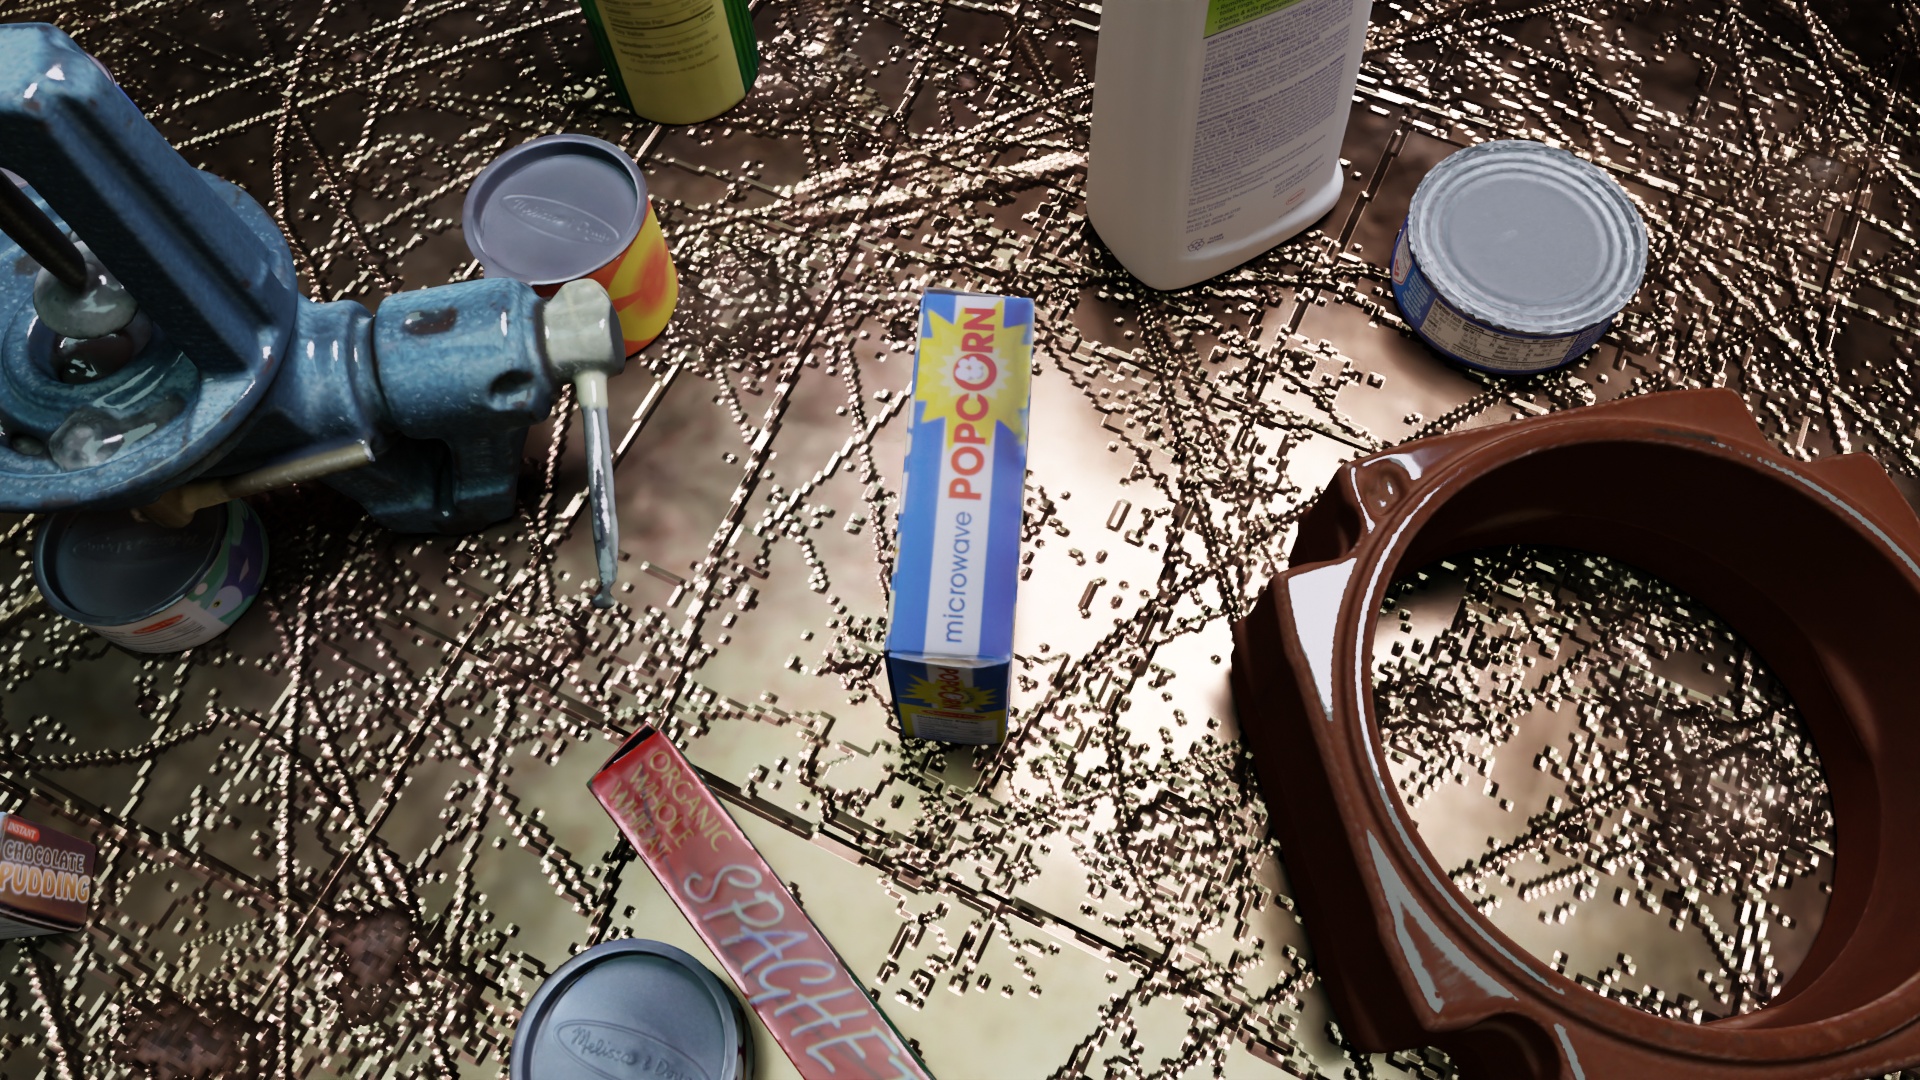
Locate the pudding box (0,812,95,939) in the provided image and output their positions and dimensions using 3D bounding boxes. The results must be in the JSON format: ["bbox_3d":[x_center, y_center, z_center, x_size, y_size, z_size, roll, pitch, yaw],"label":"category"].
[{"bbox_3d":[-0.326,0.108,0.432,0.084,0.049,0.030,-6,66,-1],"label":"pudding box"}]

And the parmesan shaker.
[{"bbox_3d":[-0.123,-0.223,0.547,0.071,0.102,0.071,-1,66,2],"label":"parmesan shaker"}]

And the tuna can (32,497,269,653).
[{"bbox_3d":[-0.282,0.002,0.488,0.071,0.032,0.071,-1,66,2],"label":"tuna can"}]

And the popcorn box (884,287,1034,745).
[{"bbox_3d":[0.002,-0.006,0.454,0.038,0.085,0.127,3,66,4],"label":"popcorn box"}]

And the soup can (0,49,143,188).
[{"bbox_3d":[-0.327,-0.129,0.522,0.071,0.083,0.071,-1,66,2],"label":"soup can"}]

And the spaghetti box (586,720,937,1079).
[{"bbox_3d":[-0.024,0.157,0.400,0.029,0.050,0.250,-38,70,-14],"label":"spaghetti box"}]

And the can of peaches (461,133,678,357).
[{"bbox_3d":[-0.145,-0.105,0.519,0.071,0.058,0.071,-1,66,2],"label":"can of peaches"}]

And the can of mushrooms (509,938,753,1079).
[{"bbox_3d":[-0.097,0.156,0.411,0.071,0.033,0.071,-1,66,2],"label":"can of mushrooms"}]
